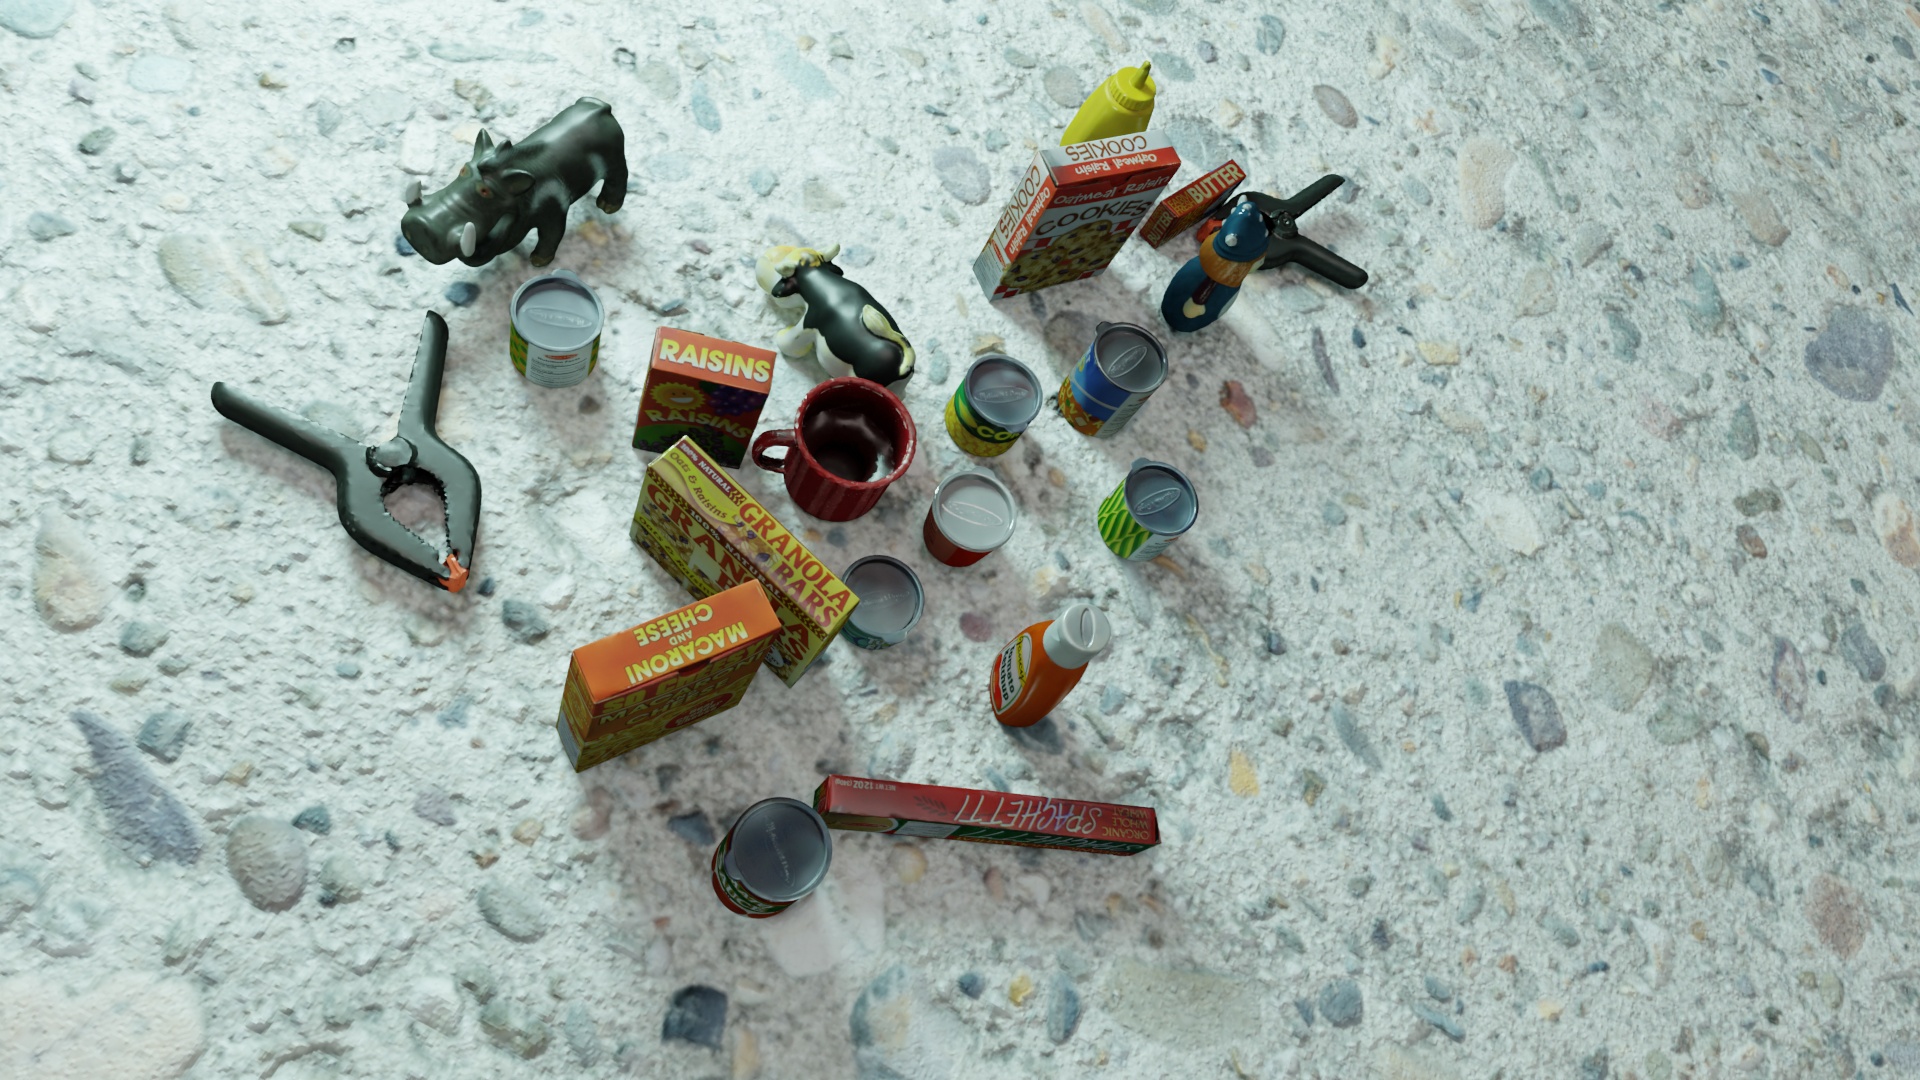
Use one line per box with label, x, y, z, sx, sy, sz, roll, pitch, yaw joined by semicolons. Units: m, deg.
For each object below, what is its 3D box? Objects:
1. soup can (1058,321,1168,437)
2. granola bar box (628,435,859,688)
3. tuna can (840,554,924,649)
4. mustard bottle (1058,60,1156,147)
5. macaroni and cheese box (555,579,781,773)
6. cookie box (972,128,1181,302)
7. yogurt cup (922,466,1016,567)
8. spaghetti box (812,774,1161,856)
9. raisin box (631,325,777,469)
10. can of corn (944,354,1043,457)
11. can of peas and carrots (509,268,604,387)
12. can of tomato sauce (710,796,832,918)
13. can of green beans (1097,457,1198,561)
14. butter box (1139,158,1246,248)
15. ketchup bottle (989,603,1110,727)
soup can;0.125;-0.135;1.163;0.071;0.083;0.071;8;65;-16
granola bar box;-0.154;0.018;0.972;0.165;0.123;0.039;43;61;3
tuna can;-0.062;0.049;1.043;0.071;0.032;0.071;8;65;-16
mustard bottle;0.137;-0.371;1.229;0.065;0.159;0.049;12;64;-14
macaroni and cheese box;-0.192;0.091;0.901;0.124;0.165;0.040;-22;76;-26
cookie box;0.095;-0.270;1.165;0.123;0.166;0.040;-18;74;-25
yogurt cup;0.004;-0.014;1.082;0.072;0.053;0.072;8;65;-16
spaghetti box;0.020;0.199;0.995;0.250;0.050;0.029;9;65;-16
raisin box;-0.189;-0.103;1.014;0.086;0.123;0.040;12;64;-14
can of corn;0.027;-0.106;1.129;0.071;0.058;0.071;8;65;-16
can of peas and carrots;-0.302;-0.158;1.036;0.071;0.058;0.071;8;65;-16
can of tomato sauce;-0.128;0.212;0.917;0.071;0.082;0.071;8;65;-16
can of green beans;0.153;-0.023;1.137;0.071;0.057;0.071;8;65;-16
butter box;0.216;-0.313;1.293;0.104;0.053;0.024;-35;82;-29
ketchup bottle;0.064;0.087;1.004;0.043;0.148;0.065;9;65;-16
